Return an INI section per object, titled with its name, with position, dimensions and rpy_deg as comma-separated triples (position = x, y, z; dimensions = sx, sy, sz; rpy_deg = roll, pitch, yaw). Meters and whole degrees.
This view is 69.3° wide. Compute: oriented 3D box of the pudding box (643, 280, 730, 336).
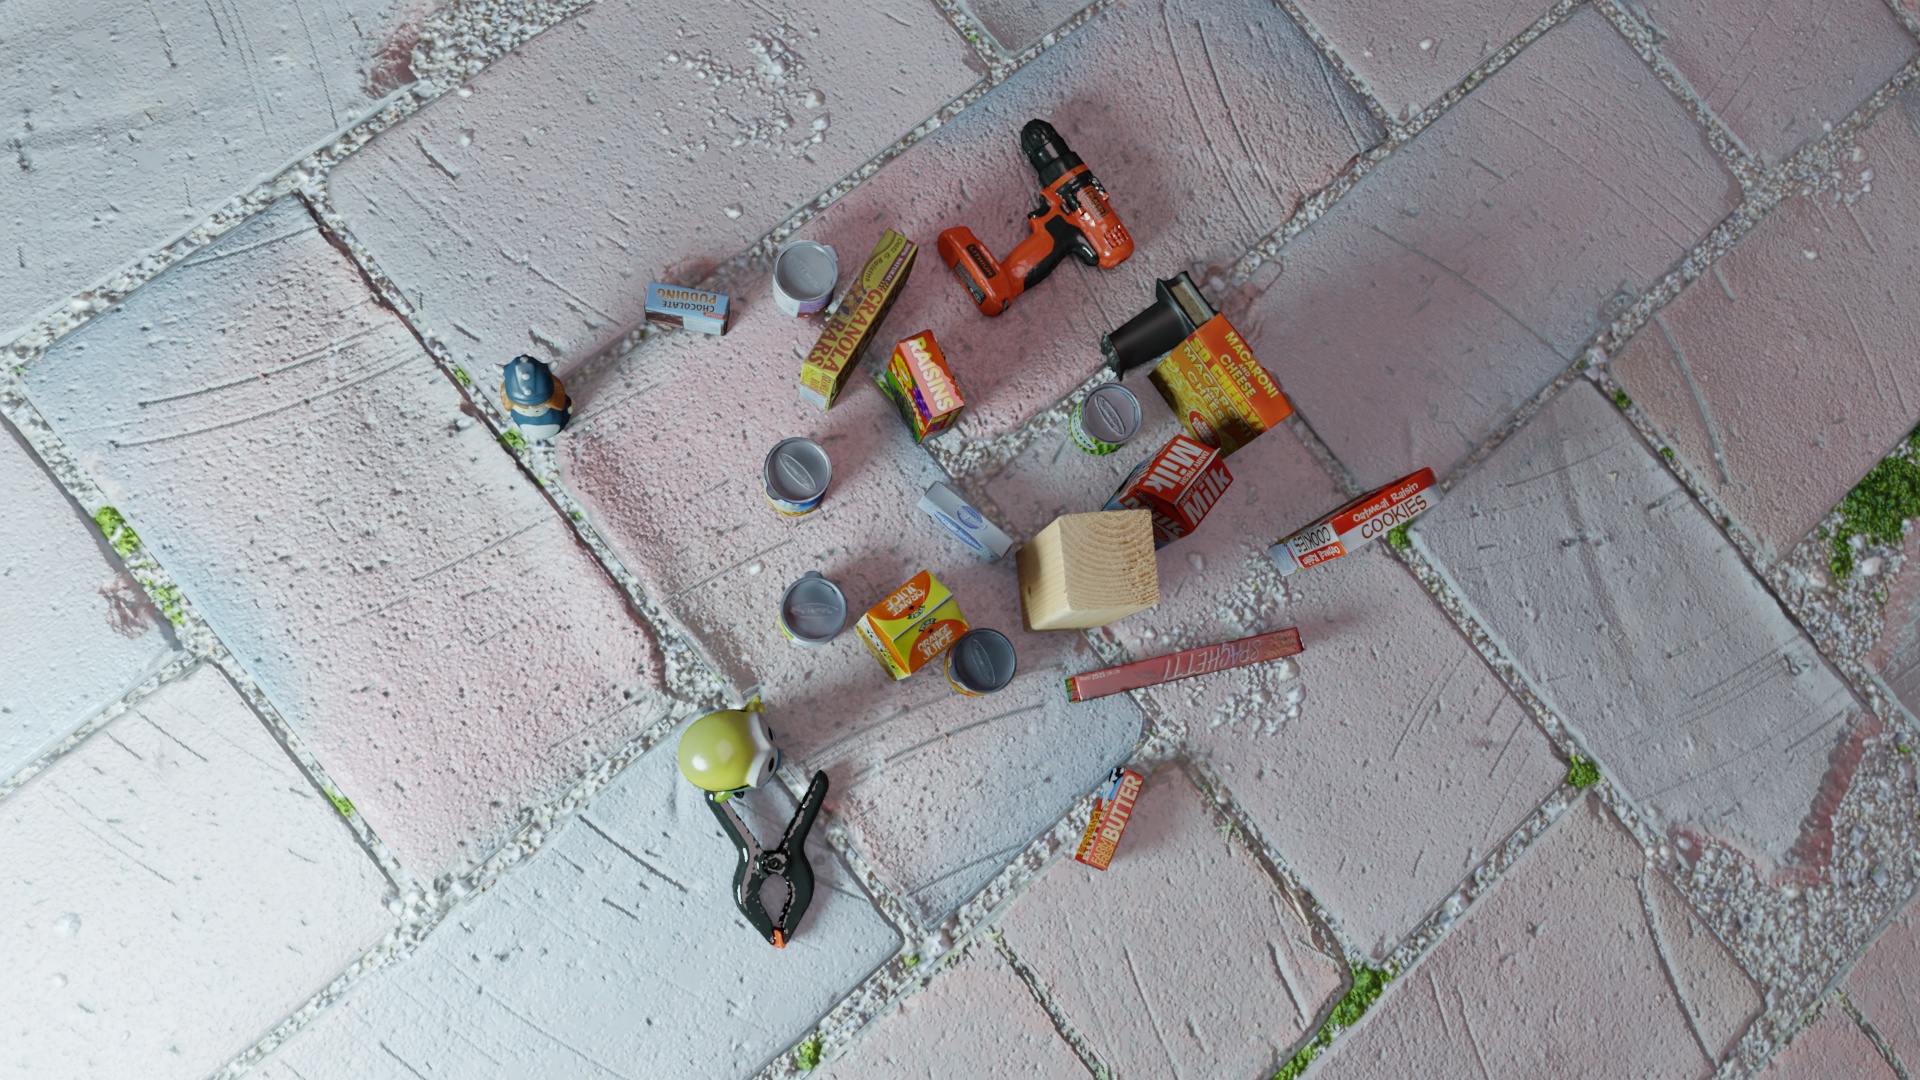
[pudding box]
position = -0.279, -0.237, 1.421
dimensions = 0.084, 0.049, 0.030
rpy_deg = 10, 79, -7

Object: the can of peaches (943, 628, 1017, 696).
[can of peaches]
position = 0.017, 0.125, 1.402
dimensions = 0.071, 0.058, 0.071
rpy_deg = 2, 80, -9

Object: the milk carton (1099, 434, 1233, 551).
[milk carton]
position = 0.210, -0.048, 1.395
dimensions = 0.073, 0.190, 0.072
rpy_deg = 40, 77, -1

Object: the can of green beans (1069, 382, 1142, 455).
[can of green beans]
position = 0.153, -0.127, 1.467
dimensions = 0.071, 0.057, 0.071
rpy_deg = 2, 80, -9

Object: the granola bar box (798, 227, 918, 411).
[granola bar box]
position = -0.104, -0.221, 1.408
dimensions = 0.039, 0.124, 0.166
rpy_deg = 30, 77, -3

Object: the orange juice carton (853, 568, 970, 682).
[orange juice carton]
position = -0.047, 0.083, 1.329
dimensions = 0.072, 0.192, 0.073
rpy_deg = -36, 88, -13

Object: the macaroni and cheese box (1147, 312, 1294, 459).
[macaroni and cheese box]
position = 0.266, -0.154, 1.434
dimensions = 0.040, 0.166, 0.124
rpy_deg = -36, 88, -13

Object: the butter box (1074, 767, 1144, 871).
[butter box]
position = 0.150, 0.280, 1.399
dimensions = 0.024, 0.053, 0.104
rpy_deg = 26, 77, -4

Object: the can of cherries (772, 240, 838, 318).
[can of cherries]
position = -0.159, -0.271, 1.442
dimensions = 0.071, 0.058, 0.071
rpy_deg = 2, 80, -9

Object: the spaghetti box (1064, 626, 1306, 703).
[spaghetti box]
position = 0.232, 0.129, 1.440
dimensions = 0.250, 0.050, 0.029
rpy_deg = -11, 83, -11

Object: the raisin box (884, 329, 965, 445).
[raisin box]
position = -0.037, -0.153, 1.408
dimensions = 0.040, 0.123, 0.086
rpy_deg = -23, 85, -12

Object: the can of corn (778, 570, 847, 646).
[can of corn]
position = -0.148, 0.069, 1.385
dimensions = 0.071, 0.058, 0.071
rpy_deg = 2, 80, -9

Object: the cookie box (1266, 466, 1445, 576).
[cookie box]
position = 0.404, -0.018, 1.433
dimensions = 0.123, 0.167, 0.040
rpy_deg = -28, 86, -12

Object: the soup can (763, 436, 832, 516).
[soup can]
position = -0.166, -0.061, 1.391
dimensions = 0.071, 0.083, 0.071
rpy_deg = 2, 80, -9

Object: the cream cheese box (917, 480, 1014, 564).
[cream cheese box]
position = 0.005, -0.018, 1.427
dimensions = 0.104, 0.053, 0.024
rpy_deg = 39, 77, -1
